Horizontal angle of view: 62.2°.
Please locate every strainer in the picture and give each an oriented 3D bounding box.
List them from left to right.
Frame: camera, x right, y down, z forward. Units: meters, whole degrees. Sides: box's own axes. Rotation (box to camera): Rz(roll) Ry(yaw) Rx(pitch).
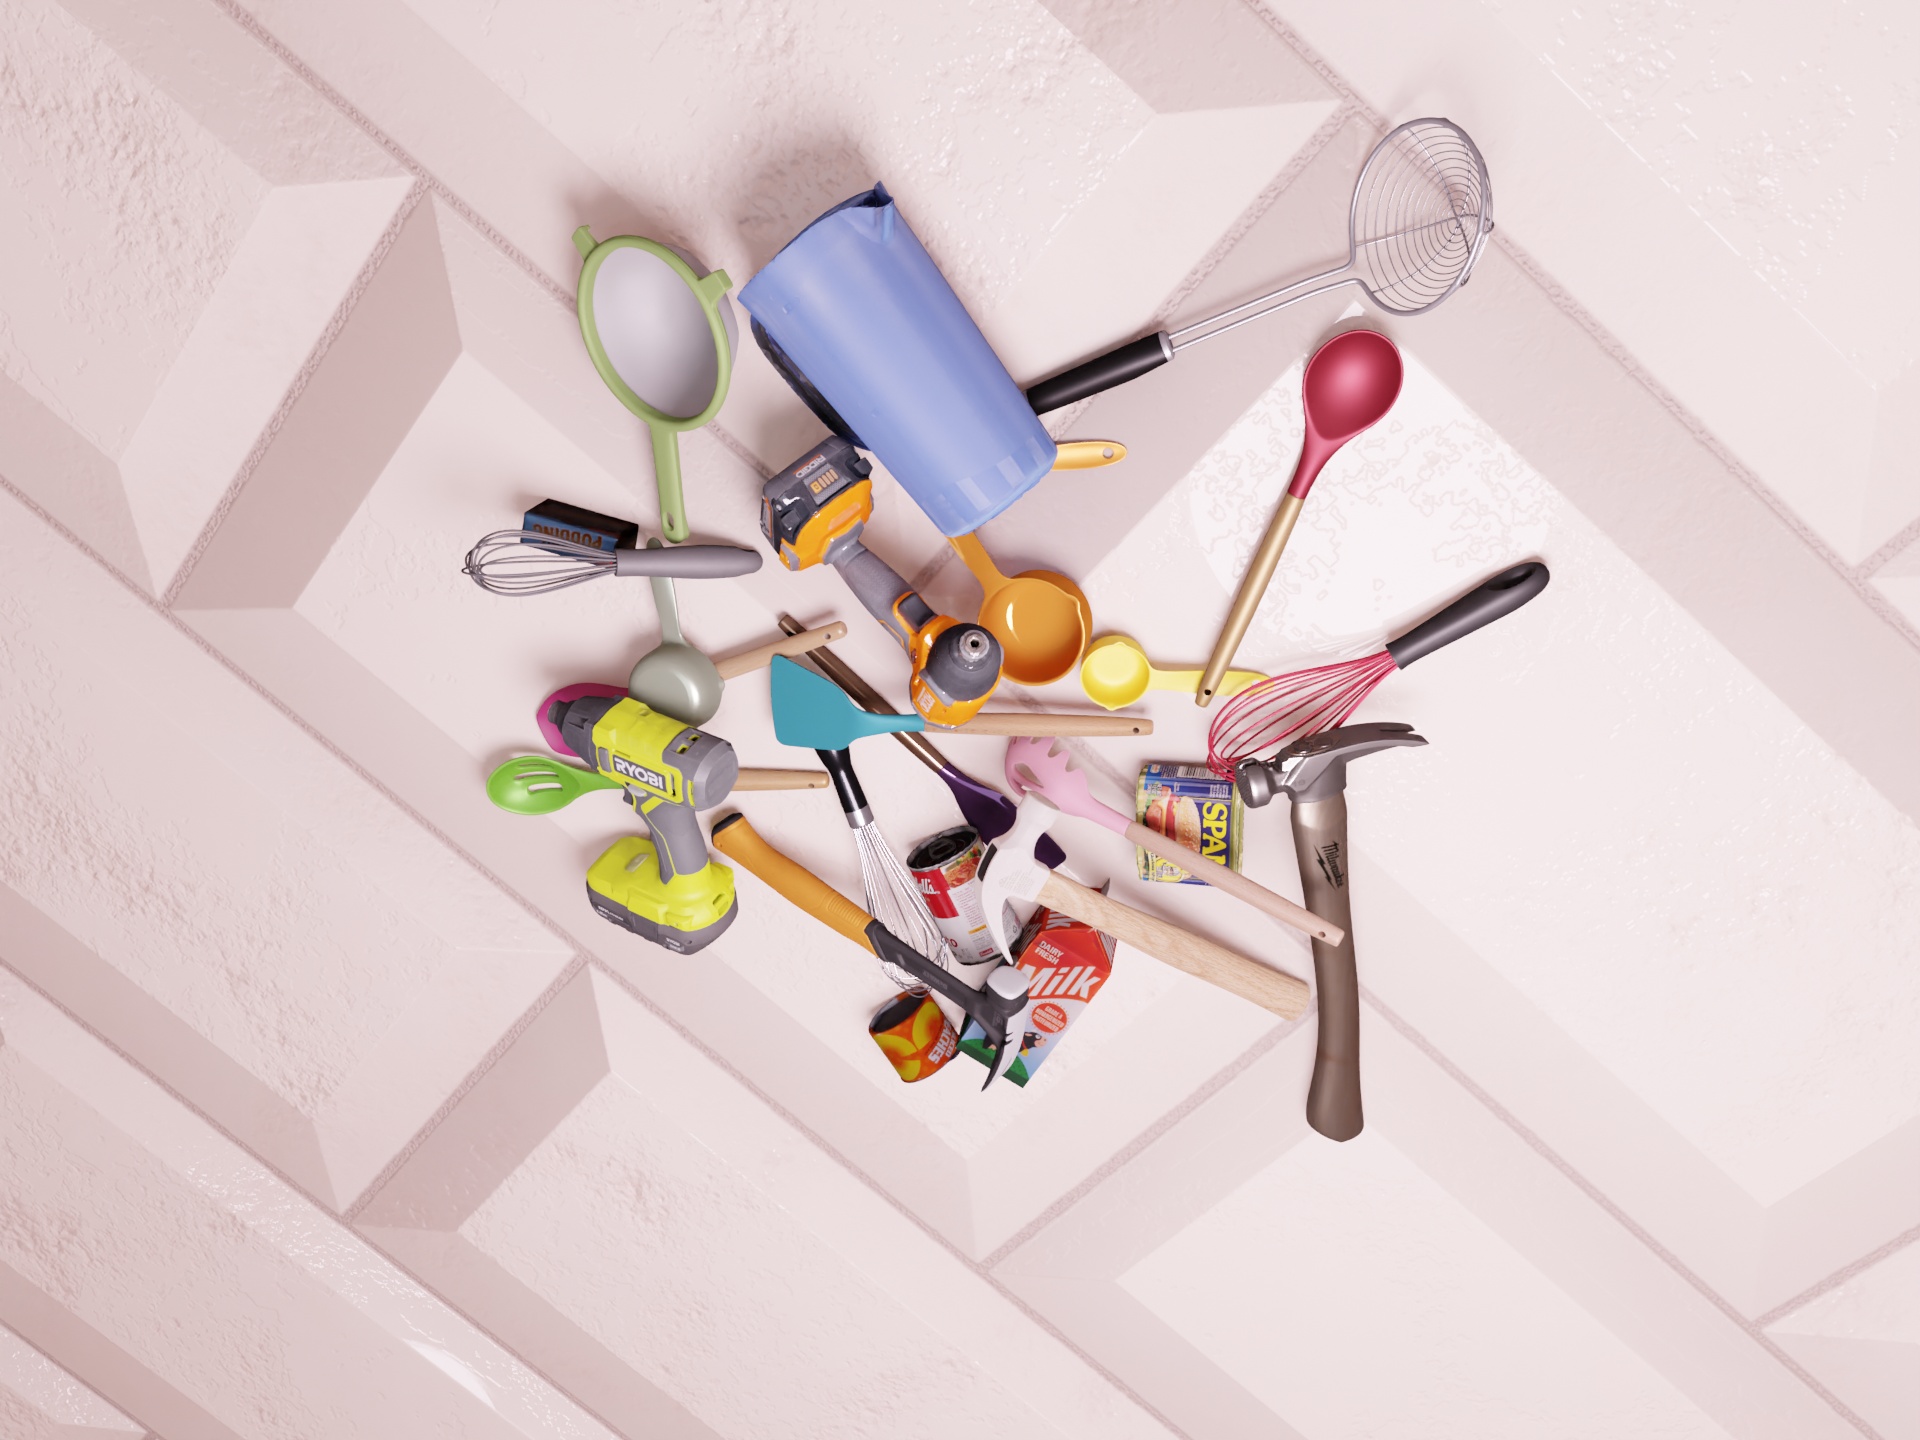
[{"bbox_3d":[-0.216,-0.260,1.241,0.151,0.069,0.256,24,133,26],"label":"strainer"}]

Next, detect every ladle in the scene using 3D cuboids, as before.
[{"bbox_3d":[0.244,-0.146,1.200,0.069,0.031,0.315,23,114,2],"label":"ladle"}]

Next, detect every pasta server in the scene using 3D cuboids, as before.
[{"bbox_3d":[0.161,0.095,1.262,0.316,0.040,0.060,27,126,23],"label":"pasta server"}]

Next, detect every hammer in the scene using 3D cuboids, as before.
[{"bbox_3d":[-0.085,0.180,1.348,0.337,0.034,0.127,31,135,26],"label":"hammer"},{"bbox_3d":[0.155,0.178,1.305,0.331,0.031,0.130,27,100,-23],"label":"hammer"},{"bbox_3d":[0.315,0.187,1.305,0.146,0.038,0.410,-15,121,-6],"label":"hammer"}]

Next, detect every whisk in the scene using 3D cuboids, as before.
[{"bbox_3d":[-0.275,-0.126,1.272,0.239,0.055,0.055,-3,117,-21],"label":"whisk"},{"bbox_3d":[-0.077,0.112,1.377,0.070,0.070,0.284,-16,104,19],"label":"whisk"},{"bbox_3d":[0.315,-0.039,1.224,0.296,0.073,0.073,-32,104,17],"label":"whisk"}]

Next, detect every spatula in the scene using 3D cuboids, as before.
[{"bbox_3d":[-0.036,0.023,1.349,0.316,0.018,0.059,43,132,-8],"label":"spatula"},{"bbox_3d":[-0.002,-0.004,1.299,0.317,0.044,0.082,2,115,4],"label":"spatula"}]

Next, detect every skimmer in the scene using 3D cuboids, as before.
[{"bbox_3d":[0.192,-0.298,1.118,0.363,0.090,0.127,-19,76,22],"label":"skimmer"}]

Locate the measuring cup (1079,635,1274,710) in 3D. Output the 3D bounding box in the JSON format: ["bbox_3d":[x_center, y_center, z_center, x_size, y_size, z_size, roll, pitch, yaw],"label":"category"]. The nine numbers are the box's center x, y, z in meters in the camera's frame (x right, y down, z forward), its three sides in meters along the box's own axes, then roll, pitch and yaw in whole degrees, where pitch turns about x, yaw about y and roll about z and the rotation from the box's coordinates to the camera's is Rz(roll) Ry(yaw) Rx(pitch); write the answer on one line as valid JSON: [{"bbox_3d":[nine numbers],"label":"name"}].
[{"bbox_3d":[0.173,-0.038,1.278,0.156,0.029,0.062,4,119,-2],"label":"measuring cup"}]

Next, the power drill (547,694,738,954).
[{"bbox_3d":[-0.267,0.082,1.353,0.171,0.080,0.223,20,134,21],"label":"power drill"}]

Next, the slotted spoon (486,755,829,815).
[{"bbox_3d":[-0.269,0.055,1.410,0.314,0.031,0.070,-1,131,10],"label":"slotted spoon"}]

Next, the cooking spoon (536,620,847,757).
[{"bbox_3d":[-0.234,-0.031,1.360,0.319,0.017,0.068,-17,105,24],"label":"cooking spoon"}]

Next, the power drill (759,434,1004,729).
[{"bbox_3d":[-0.053,-0.101,1.202,0.084,0.164,0.226,-39,87,-14],"label":"power drill"}]

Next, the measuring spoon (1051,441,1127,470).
[{"bbox_3d":[0.071,-0.204,1.232,0.117,0.011,0.021,-3,108,10],"label":"measuring spoon"}]

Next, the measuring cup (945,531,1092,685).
[{"bbox_3d":[0.037,-0.110,1.260,0.095,0.052,0.173,-35,92,25],"label":"measuring cup"}]

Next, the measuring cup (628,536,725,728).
[{"bbox_3d":[-0.247,-0.067,1.319,0.083,0.038,0.167,0,110,19],"label":"measuring cup"}]
